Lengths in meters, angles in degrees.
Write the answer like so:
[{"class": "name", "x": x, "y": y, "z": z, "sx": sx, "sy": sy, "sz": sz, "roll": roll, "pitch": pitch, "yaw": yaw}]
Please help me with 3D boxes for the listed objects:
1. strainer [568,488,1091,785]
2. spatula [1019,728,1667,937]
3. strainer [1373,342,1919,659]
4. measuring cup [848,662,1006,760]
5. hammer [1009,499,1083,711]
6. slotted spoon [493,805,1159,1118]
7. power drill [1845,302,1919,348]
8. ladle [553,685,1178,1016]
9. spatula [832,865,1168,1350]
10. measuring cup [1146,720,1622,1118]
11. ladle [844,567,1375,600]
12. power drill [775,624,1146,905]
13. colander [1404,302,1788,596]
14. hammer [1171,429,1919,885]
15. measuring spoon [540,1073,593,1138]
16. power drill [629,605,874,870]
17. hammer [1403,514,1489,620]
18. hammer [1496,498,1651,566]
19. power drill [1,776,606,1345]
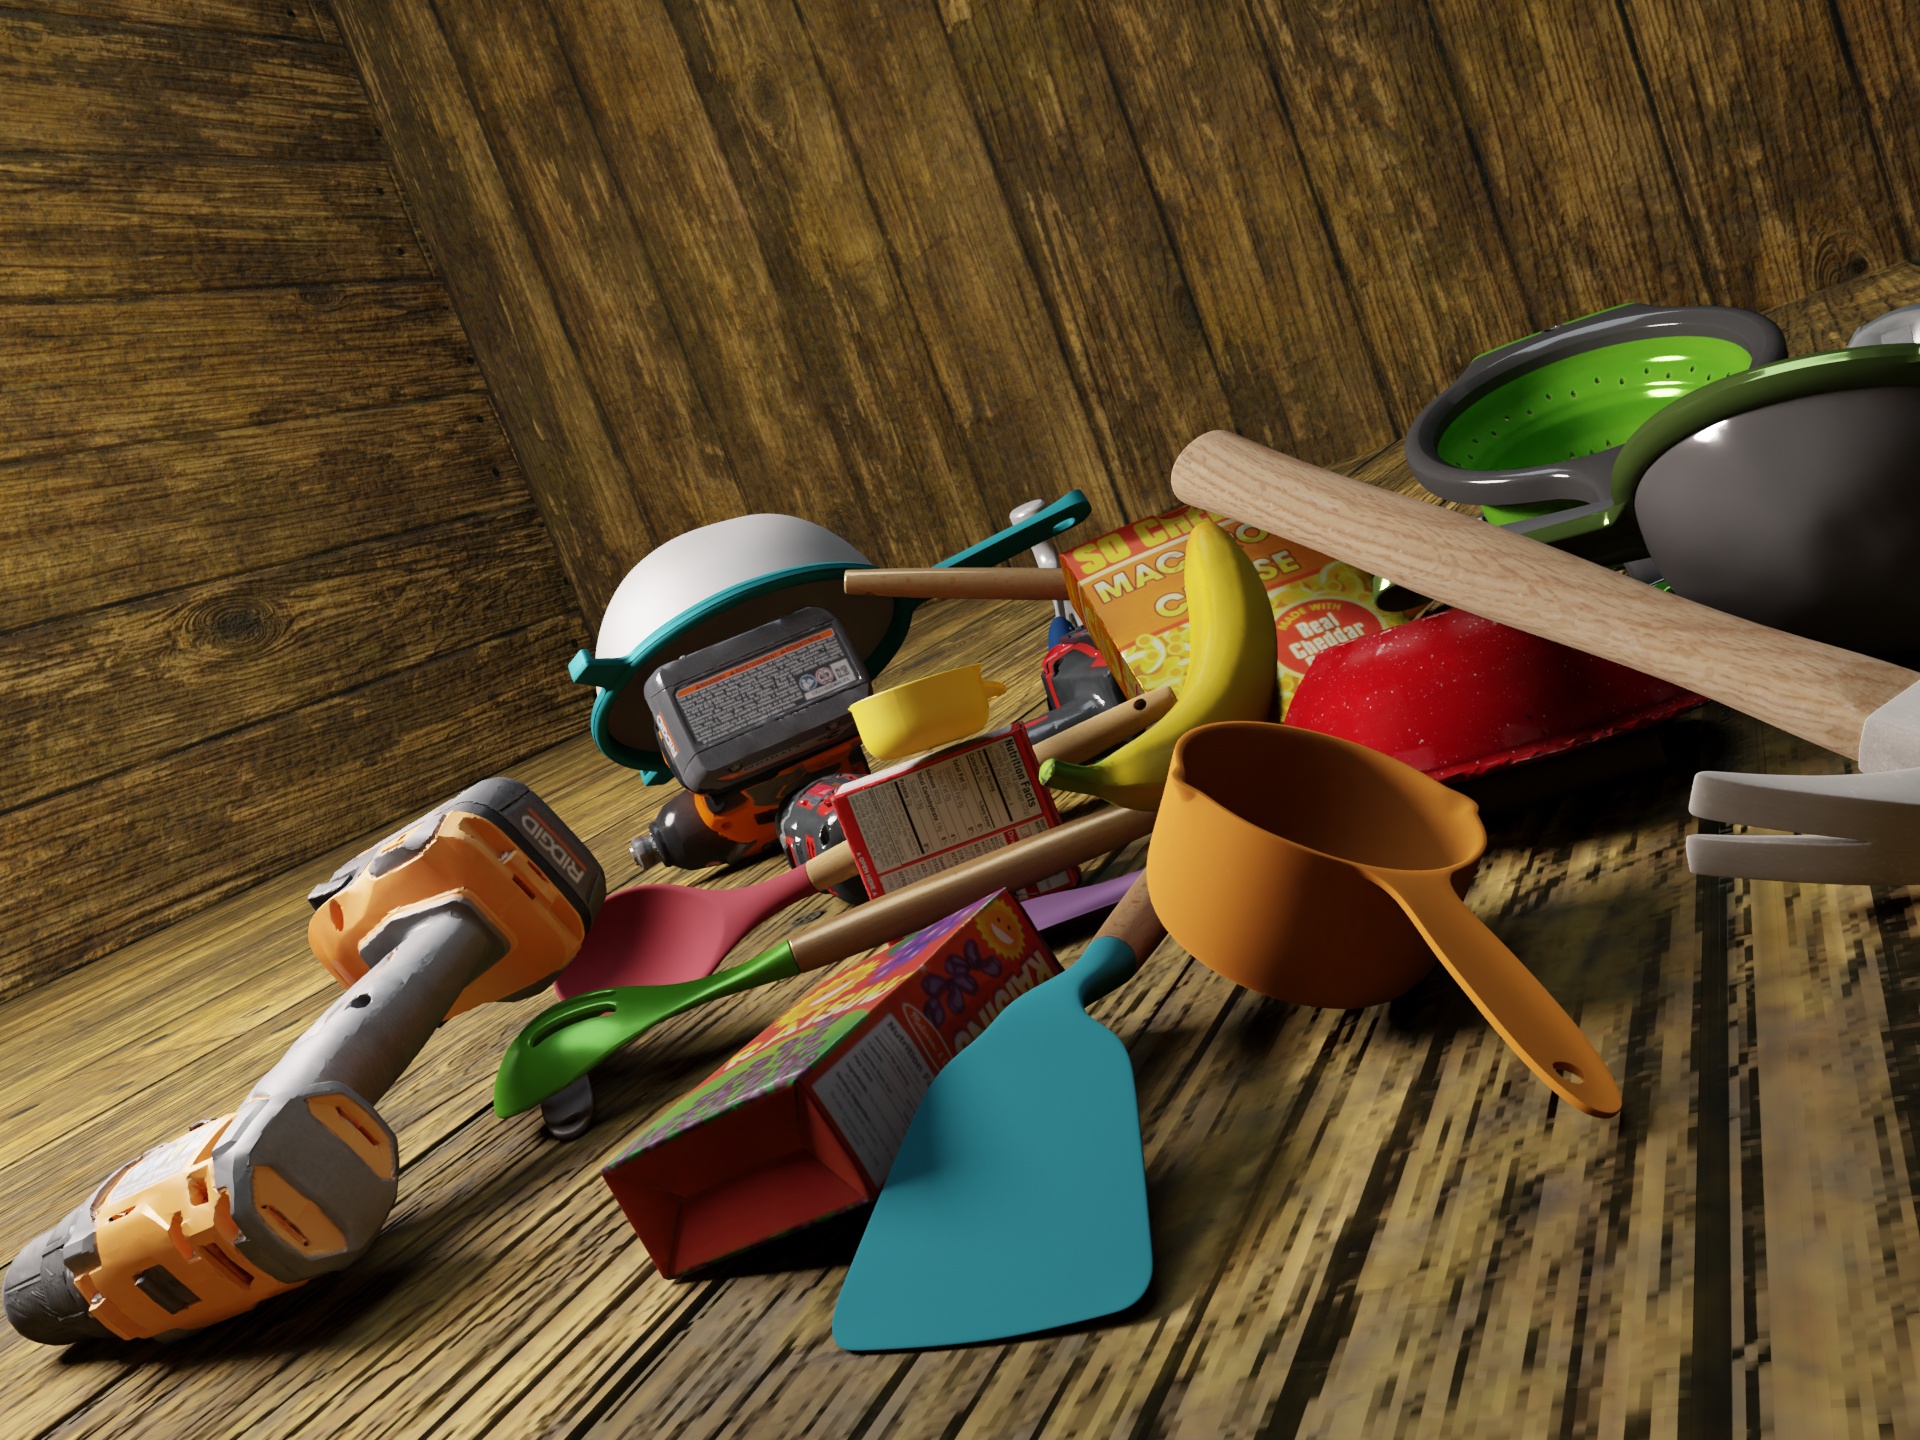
[{"class": "strainer", "x": -0.086, "y": -0.091, "z": 0.996, "sx": 0.340, "sy": 0.095, "sz": 0.210, "roll": -27, "pitch": -21, "yaw": -8}, {"class": "spatula", "x": 0.096, "y": 0.054, "z": 0.592, "sx": 0.316, "sy": 0.018, "sz": 0.060, "roll": -19, "pitch": 4, "yaw": 24}, {"class": "strainer", "x": 0.265, "y": -0.052, "z": 0.577, "sx": 0.256, "sy": 0.069, "sz": 0.151, "roll": -13, "pitch": -27, "yaw": 43}, {"class": "measuring cup", "x": -0.001, "y": -0.002, "z": 0.713, "sx": 0.062, "sy": 0.029, "sz": 0.156, "roll": -19, "pitch": -5, "yaw": 16}, {"class": "hammer", "x": 0.081, "y": -0.065, "z": 1.208, "sx": 0.035, "sy": 0.144, "sz": 0.406, "roll": -22, "pitch": 16, "yaw": 8}, {"class": "slotted spoon", "x": -0.043, "y": 0.085, "z": 0.643, "sx": 0.313, "sy": 0.031, "sz": 0.070, "roll": -21, "pitch": 11, "yaw": -6}, {"class": "power drill", "x": 0.506, "y": -0.155, "z": 0.643, "sx": 0.171, "sy": 0.080, "sz": 0.223, "roll": 3, "pitch": -11, "yaw": -36}, {"class": "ladle", "x": -0.045, "y": 0.058, "z": 0.722, "sx": 0.315, "sy": 0.069, "sz": 0.031, "roll": -27, "pitch": -30, "yaw": 10}, {"class": "spatula", "x": 0.055, "y": 0.073, "z": 0.481, "sx": 0.082, "sy": 0.044, "sz": 0.317, "roll": -20, "pitch": 7, "yaw": 27}, {"class": "measuring cup", "x": 0.107, "y": 0.061, "z": 0.410, "sx": 0.095, "sy": 0.052, "sz": 0.174, "roll": 5, "pitch": 26, "yaw": -19}, {"class": "ladle", "x": 0.098, "y": -0.085, "z": 0.858, "sx": 0.320, "sy": 0.062, "sz": 0.078, "roll": 1, "pitch": -10, "yaw": 0}, {"class": "power drill", "x": 0.006, "y": 0.025, "z": 0.854, "sx": 0.226, "sy": 0.080, "sz": 0.188, "roll": -26, "pitch": 8, "yaw": -15}, {"class": "colander", "x": 0.356, "y": -0.109, "z": 0.844, "sx": 0.204, "sy": 0.094, "sz": 0.397, "roll": -17, "pitch": 26, "yaw": 20}, {"class": "hammer", "x": 0.178, "y": -0.040, "z": 0.494, "sx": 0.130, "sy": 0.031, "sz": 0.332, "roll": -27, "pitch": 34, "yaw": -21}, {"class": "measuring spoon", "x": -0.162, "y": 0.151, "z": 0.656, "sx": 0.034, "sy": 0.018, "sz": 0.124, "roll": -24, "pitch": 15, "yaw": -13}, {"class": "power drill", "x": -0.132, "y": 0.028, "z": 0.971, "sx": 0.164, "sy": 0.084, "sz": 0.226, "roll": -24, "pitch": -17, "yaw": -14}, {"class": "hammer", "x": 0.278, "y": -0.077, "z": 0.965, "sx": 0.127, "sy": 0.034, "sz": 0.337, "roll": -15, "pitch": 9, "yaw": 45}, {"class": "hammer", "x": 0.340, "y": -0.094, "z": 0.614, "sx": 0.335, "sy": 0.035, "sz": 0.146, "roll": -11, "pitch": -13, "yaw": 36}, {"class": "power drill", "x": -0.251, "y": 0.136, "z": 0.611, "sx": 0.185, "sy": 0.084, "sz": 0.226, "roll": -27, "pitch": 22, "yaw": 29}]
